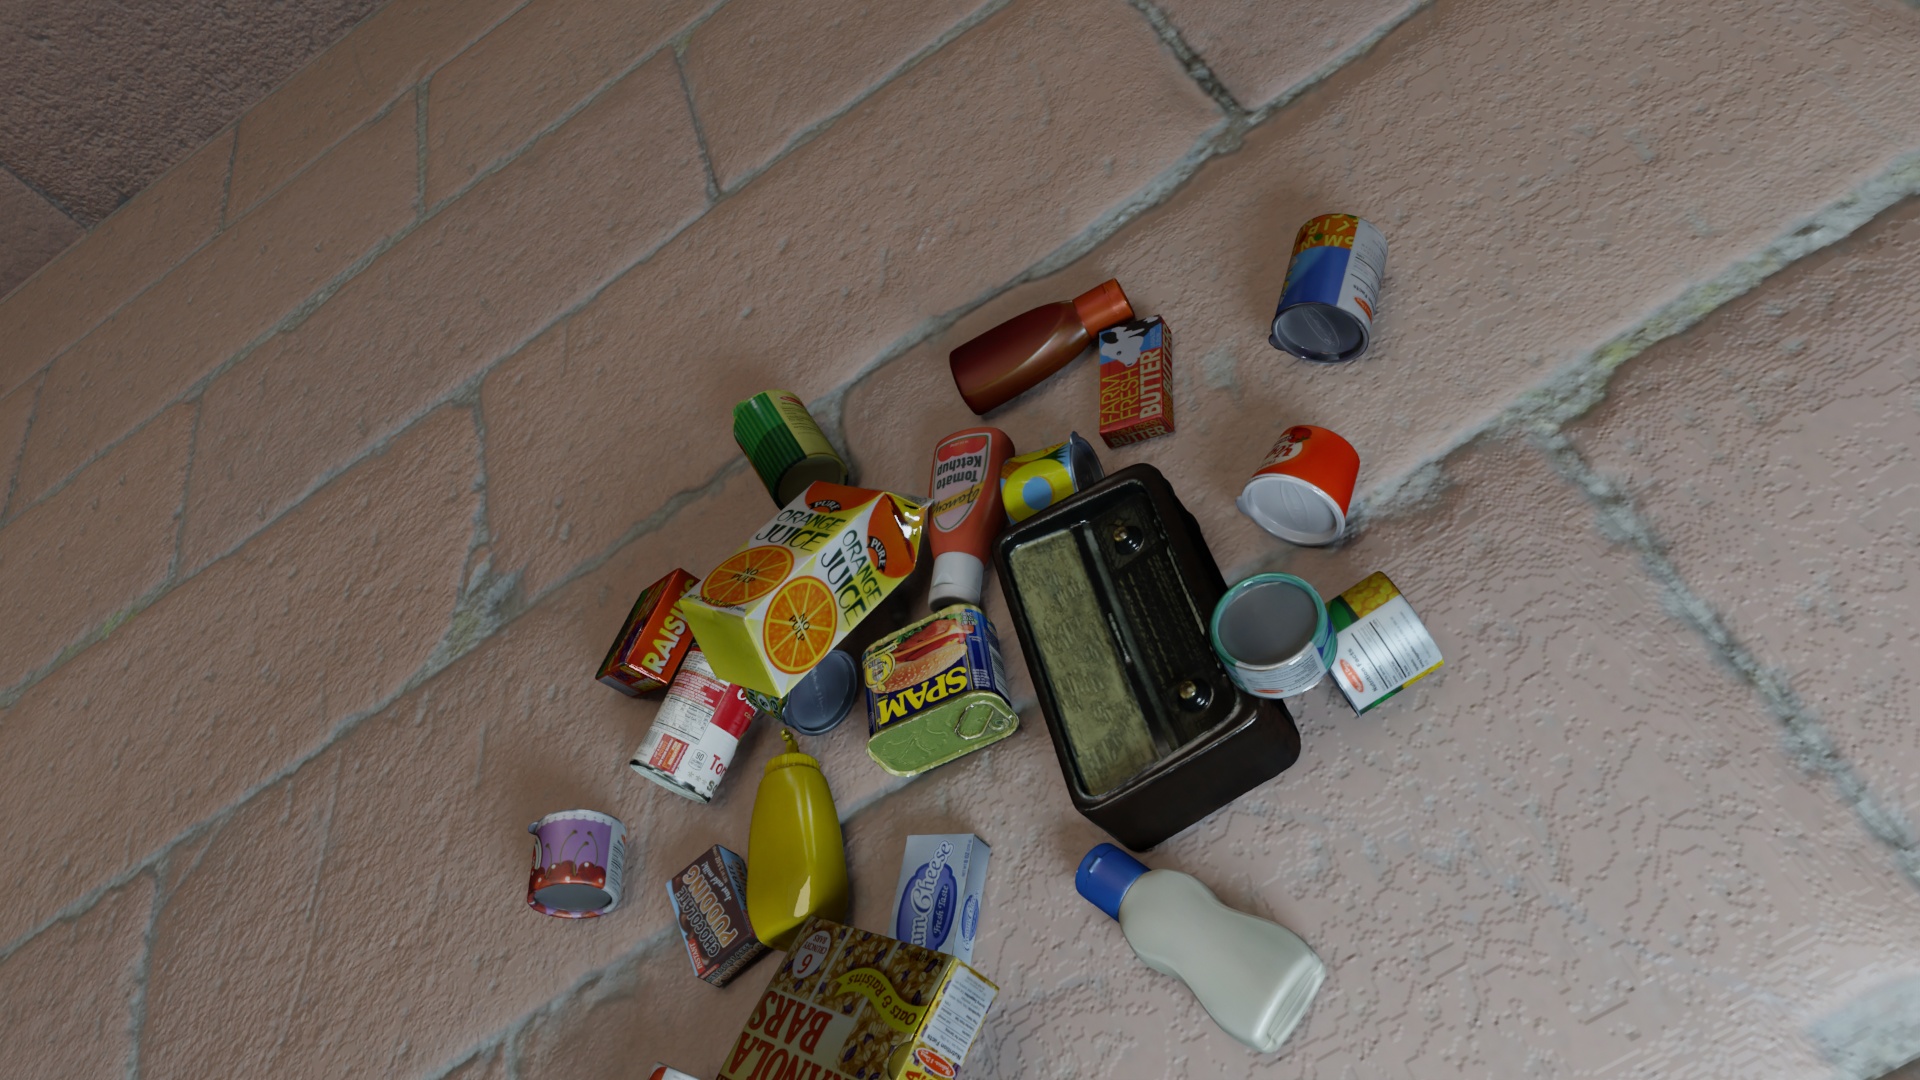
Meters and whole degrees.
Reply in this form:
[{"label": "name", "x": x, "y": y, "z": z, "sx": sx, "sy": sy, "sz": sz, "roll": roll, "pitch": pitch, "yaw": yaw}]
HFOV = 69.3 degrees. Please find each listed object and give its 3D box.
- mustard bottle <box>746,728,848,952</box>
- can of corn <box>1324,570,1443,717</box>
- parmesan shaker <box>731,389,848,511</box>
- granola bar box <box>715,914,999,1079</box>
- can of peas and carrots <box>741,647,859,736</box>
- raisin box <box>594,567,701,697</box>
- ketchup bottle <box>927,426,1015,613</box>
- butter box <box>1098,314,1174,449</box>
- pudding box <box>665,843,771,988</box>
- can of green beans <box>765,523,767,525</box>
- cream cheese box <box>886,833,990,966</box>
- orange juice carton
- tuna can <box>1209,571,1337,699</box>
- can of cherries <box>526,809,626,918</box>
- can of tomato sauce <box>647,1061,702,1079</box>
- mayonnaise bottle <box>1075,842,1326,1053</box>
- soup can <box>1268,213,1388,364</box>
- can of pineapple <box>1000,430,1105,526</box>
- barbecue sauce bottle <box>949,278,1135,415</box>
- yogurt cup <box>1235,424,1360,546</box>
[{"label": "mustard bottle", "x": -0.113, "y": 0.197, "z": 0.953, "sx": 0.065, "sy": 0.048, "sz": 0.161, "roll": -27, "pitch": 46, "yaw": 22}, {"label": "can of corn", "x": 0.238, "y": 0.059, "z": 0.812, "sx": 0.058, "sy": 0.071, "sz": 0.071, "roll": -34, "pitch": 45, "yaw": 8}, {"label": "parmesan shaker", "x": -0.145, "y": -0.073, "z": 1.162, "sx": 0.071, "sy": 0.071, "sz": 0.103, "roll": -39, "pitch": 45, "yaw": 3}, {"label": "granola bar box", "x": -0.066, "y": 0.289, "z": 0.798, "sx": 0.165, "sy": 0.039, "sz": 0.125, "roll": -8, "pitch": 45, "yaw": 54}, {"label": "can of peas and carrots", "x": -0.119, "y": 0.104, "z": 1.014, "sx": 0.059, "sy": 0.070, "sz": 0.071, "roll": 20, "pitch": 70, "yaw": 42}, {"label": "raisin box", "x": -0.242, "y": 0.074, "z": 1.098, "sx": 0.123, "sy": 0.040, "sz": 0.086, "roll": -22, "pitch": 38, "yaw": 63}, {"label": "ketchup bottle", "x": 0.004, "y": -0.013, "z": 1.037, "sx": 0.064, "sy": 0.043, "sz": 0.149, "roll": -13, "pitch": 52, "yaw": 29}, {"label": "butter box", "x": 0.132, "y": -0.119, "z": 1.044, "sx": 0.053, "sy": 0.024, "sz": 0.104, "roll": -15, "pitch": 50, "yaw": 25}, {"label": "pudding box", "x": -0.167, "y": 0.258, "z": 0.957, "sx": 0.049, "sy": 0.030, "sz": 0.084, "roll": -38, "pitch": 45, "yaw": 5}, {"label": "can of green beans", "x": -0.123, "y": 0.018, "z": 1.082, "sx": 0.058, "sy": 0.071, "sz": 0.071, "roll": 15, "pitch": 68, "yaw": 41}, {"label": "cream cheese box", "x": -0.017, "y": 0.238, "z": 0.876, "sx": 0.053, "sy": 0.024, "sz": 0.104, "roll": -9, "pitch": 53, "yaw": 30}, {"label": "orange juice carton", "x": -0.102, "y": 0.019, "z": 1.000, "sx": 0.072, "sy": 0.072, "sz": 0.194, "roll": 10, "pitch": 42, "yaw": 40}, {"label": "tuna can", "x": 0.176, "y": 0.051, "z": 0.782, "sx": 0.071, "sy": 0.032, "sz": 0.071, "roll": -15, "pitch": 51, "yaw": 19}, {"label": "can of cherries", "x": -0.285, "y": 0.239, "z": 1.023, "sx": 0.071, "sy": 0.071, "sz": 0.059, "roll": -21, "pitch": 50, "yaw": 20}, {"label": "can of tomato sauce", "x": -0.176, "y": 0.373, "z": 0.853, "sx": 0.071, "sy": 0.071, "sz": 0.083, "roll": 4, "pitch": 60, "yaw": 36}, {"label": "mayonnaise bottle", "x": 0.128, "y": 0.220, "z": 0.781, "sx": 0.148, "sy": 0.041, "sz": 0.065, "roll": 27, "pitch": 74, "yaw": 44}, {"label": "soup can", "x": 0.257, "y": -0.176, "z": 0.973, "sx": 0.071, "sy": 0.071, "sz": 0.084, "roll": 0, "pitch": 58, "yaw": 34}, {"label": "can of pineapple", "x": 0.068, "y": -0.037, "z": 0.994, "sx": 0.058, "sy": 0.071, "sz": 0.071, "roll": -16, "pitch": 50, "yaw": 24}, {"label": "barbecue sauce bottle", "x": 0.065, "y": -0.158, "z": 1.105, "sx": 0.148, "sy": 0.043, "sz": 0.065, "roll": -27, "pitch": 47, "yaw": 14}, {"label": "yogurt cup", "x": 0.222, "y": -0.037, "z": 0.896, "sx": 0.072, "sy": 0.072, "sz": 0.054, "roll": 8, "pitch": 55, "yaw": 38}]
